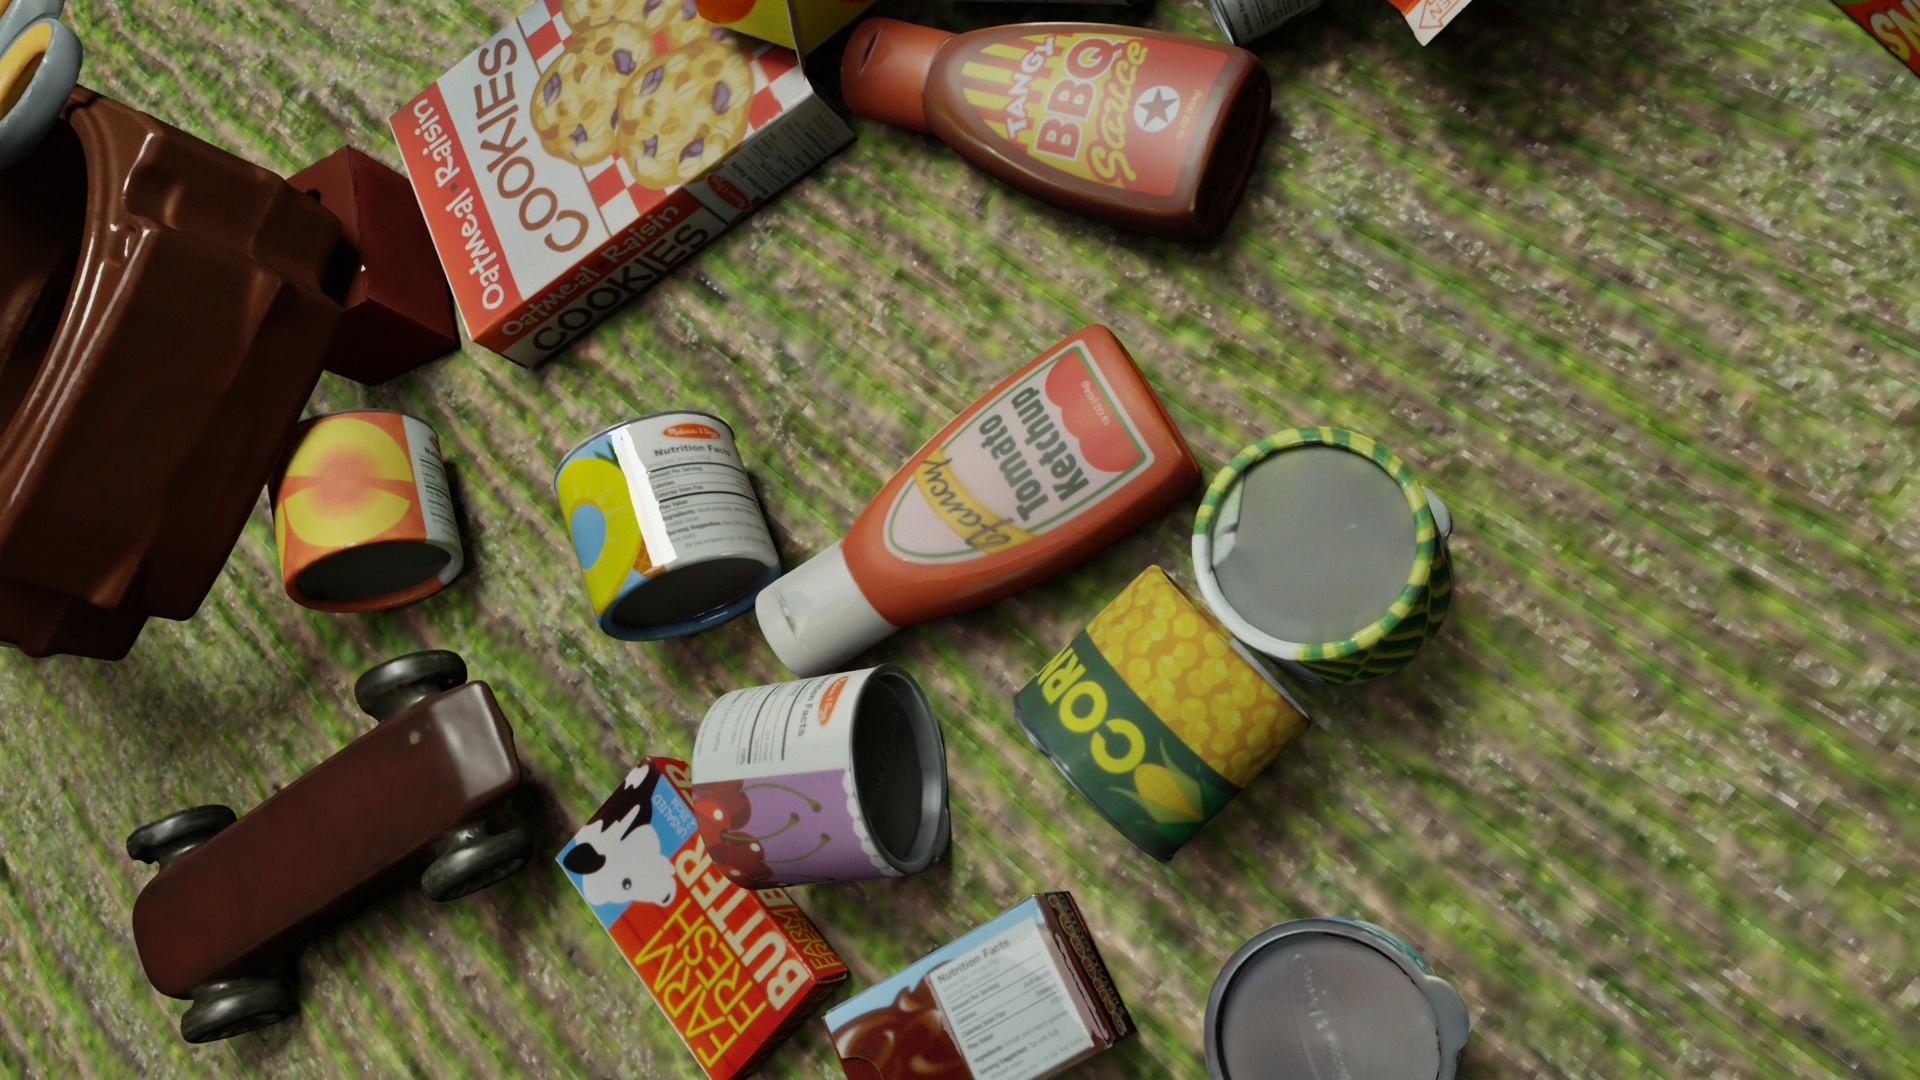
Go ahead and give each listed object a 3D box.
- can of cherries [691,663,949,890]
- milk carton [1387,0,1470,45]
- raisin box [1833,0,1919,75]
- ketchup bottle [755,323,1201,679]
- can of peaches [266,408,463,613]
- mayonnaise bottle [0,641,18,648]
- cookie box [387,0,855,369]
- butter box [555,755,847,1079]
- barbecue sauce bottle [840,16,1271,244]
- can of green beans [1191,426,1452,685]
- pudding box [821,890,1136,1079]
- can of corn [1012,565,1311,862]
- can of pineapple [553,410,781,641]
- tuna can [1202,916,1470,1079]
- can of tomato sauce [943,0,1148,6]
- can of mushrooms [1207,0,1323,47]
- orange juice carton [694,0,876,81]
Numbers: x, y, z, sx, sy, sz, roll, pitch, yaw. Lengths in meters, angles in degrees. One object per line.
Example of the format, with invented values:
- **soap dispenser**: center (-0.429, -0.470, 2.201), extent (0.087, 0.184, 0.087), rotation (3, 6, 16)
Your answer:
- **can of cherries**: center (-0.043, 0.079, 0.444), extent (0.058, 0.071, 0.071), rotation (-12, 73, 21)
- **milk carton**: center (0.127, -0.236, 0.412), extent (0.072, 0.073, 0.191), rotation (-46, 48, 43)
- **raisin box**: center (0.265, -0.158, 0.356), extent (0.040, 0.086, 0.124), rotation (-37, 66, 10)
- **ketchup bottle**: center (0.002, -0.006, 0.457), extent (0.148, 0.043, 0.065), rotation (-33, 67, 14)
- **can of peaches**: center (-0.237, -0.010, 0.547), extent (0.071, 0.071, 0.058), rotation (-26, 70, 16)
- **mayonnaise bottle**: center (-0.398, -0.016, 0.633), extent (0.148, 0.041, 0.065), rotation (-37, 62, 10)
- **cookie box**: center (-0.141, -0.165, 0.559), extent (0.167, 0.040, 0.123), rotation (-32, 67, 12)
- **butter box**: center (-0.089, 0.128, 0.474), extent (0.053, 0.024, 0.104), rotation (-49, 64, 7)
- **barbecue sauce bottle**: center (0.028, -0.150, 0.480), extent (0.149, 0.043, 0.065), rotation (22, 89, 27)
- **can of green beans**: center (0.105, 0.006, 0.401), extent (0.071, 0.058, 0.071), rotation (-5, 76, 22)
- **pudding box**: center (0.005, 0.148, 0.425), extent (0.083, 0.030, 0.050), rotation (-33, 68, 13)
- **can of corn**: center (0.057, 0.048, 0.404), extent (0.058, 0.071, 0.071), rotation (-45, 65, 7)
- **can of pineapple**: center (-0.104, -0.003, 0.490), extent (0.071, 0.071, 0.058), rotation (-29, 68, 15)
- **tuna can**: center (0.105, 0.137, 0.383), extent (0.071, 0.033, 0.071), rotation (-5, 76, 22)
- **can of tomato sauce**: center (0.026, -0.224, 0.487), extent (0.083, 0.071, 0.071), rotation (12, 83, 26)
- **can of mushrooms**: center (0.090, -0.199, 0.454), extent (0.033, 0.071, 0.071), rotation (-25, 69, 16)
- **orange juice carton**: center (-0.070, -0.256, 0.500), extent (0.073, 0.071, 0.193), rotation (-9, 59, -1)
